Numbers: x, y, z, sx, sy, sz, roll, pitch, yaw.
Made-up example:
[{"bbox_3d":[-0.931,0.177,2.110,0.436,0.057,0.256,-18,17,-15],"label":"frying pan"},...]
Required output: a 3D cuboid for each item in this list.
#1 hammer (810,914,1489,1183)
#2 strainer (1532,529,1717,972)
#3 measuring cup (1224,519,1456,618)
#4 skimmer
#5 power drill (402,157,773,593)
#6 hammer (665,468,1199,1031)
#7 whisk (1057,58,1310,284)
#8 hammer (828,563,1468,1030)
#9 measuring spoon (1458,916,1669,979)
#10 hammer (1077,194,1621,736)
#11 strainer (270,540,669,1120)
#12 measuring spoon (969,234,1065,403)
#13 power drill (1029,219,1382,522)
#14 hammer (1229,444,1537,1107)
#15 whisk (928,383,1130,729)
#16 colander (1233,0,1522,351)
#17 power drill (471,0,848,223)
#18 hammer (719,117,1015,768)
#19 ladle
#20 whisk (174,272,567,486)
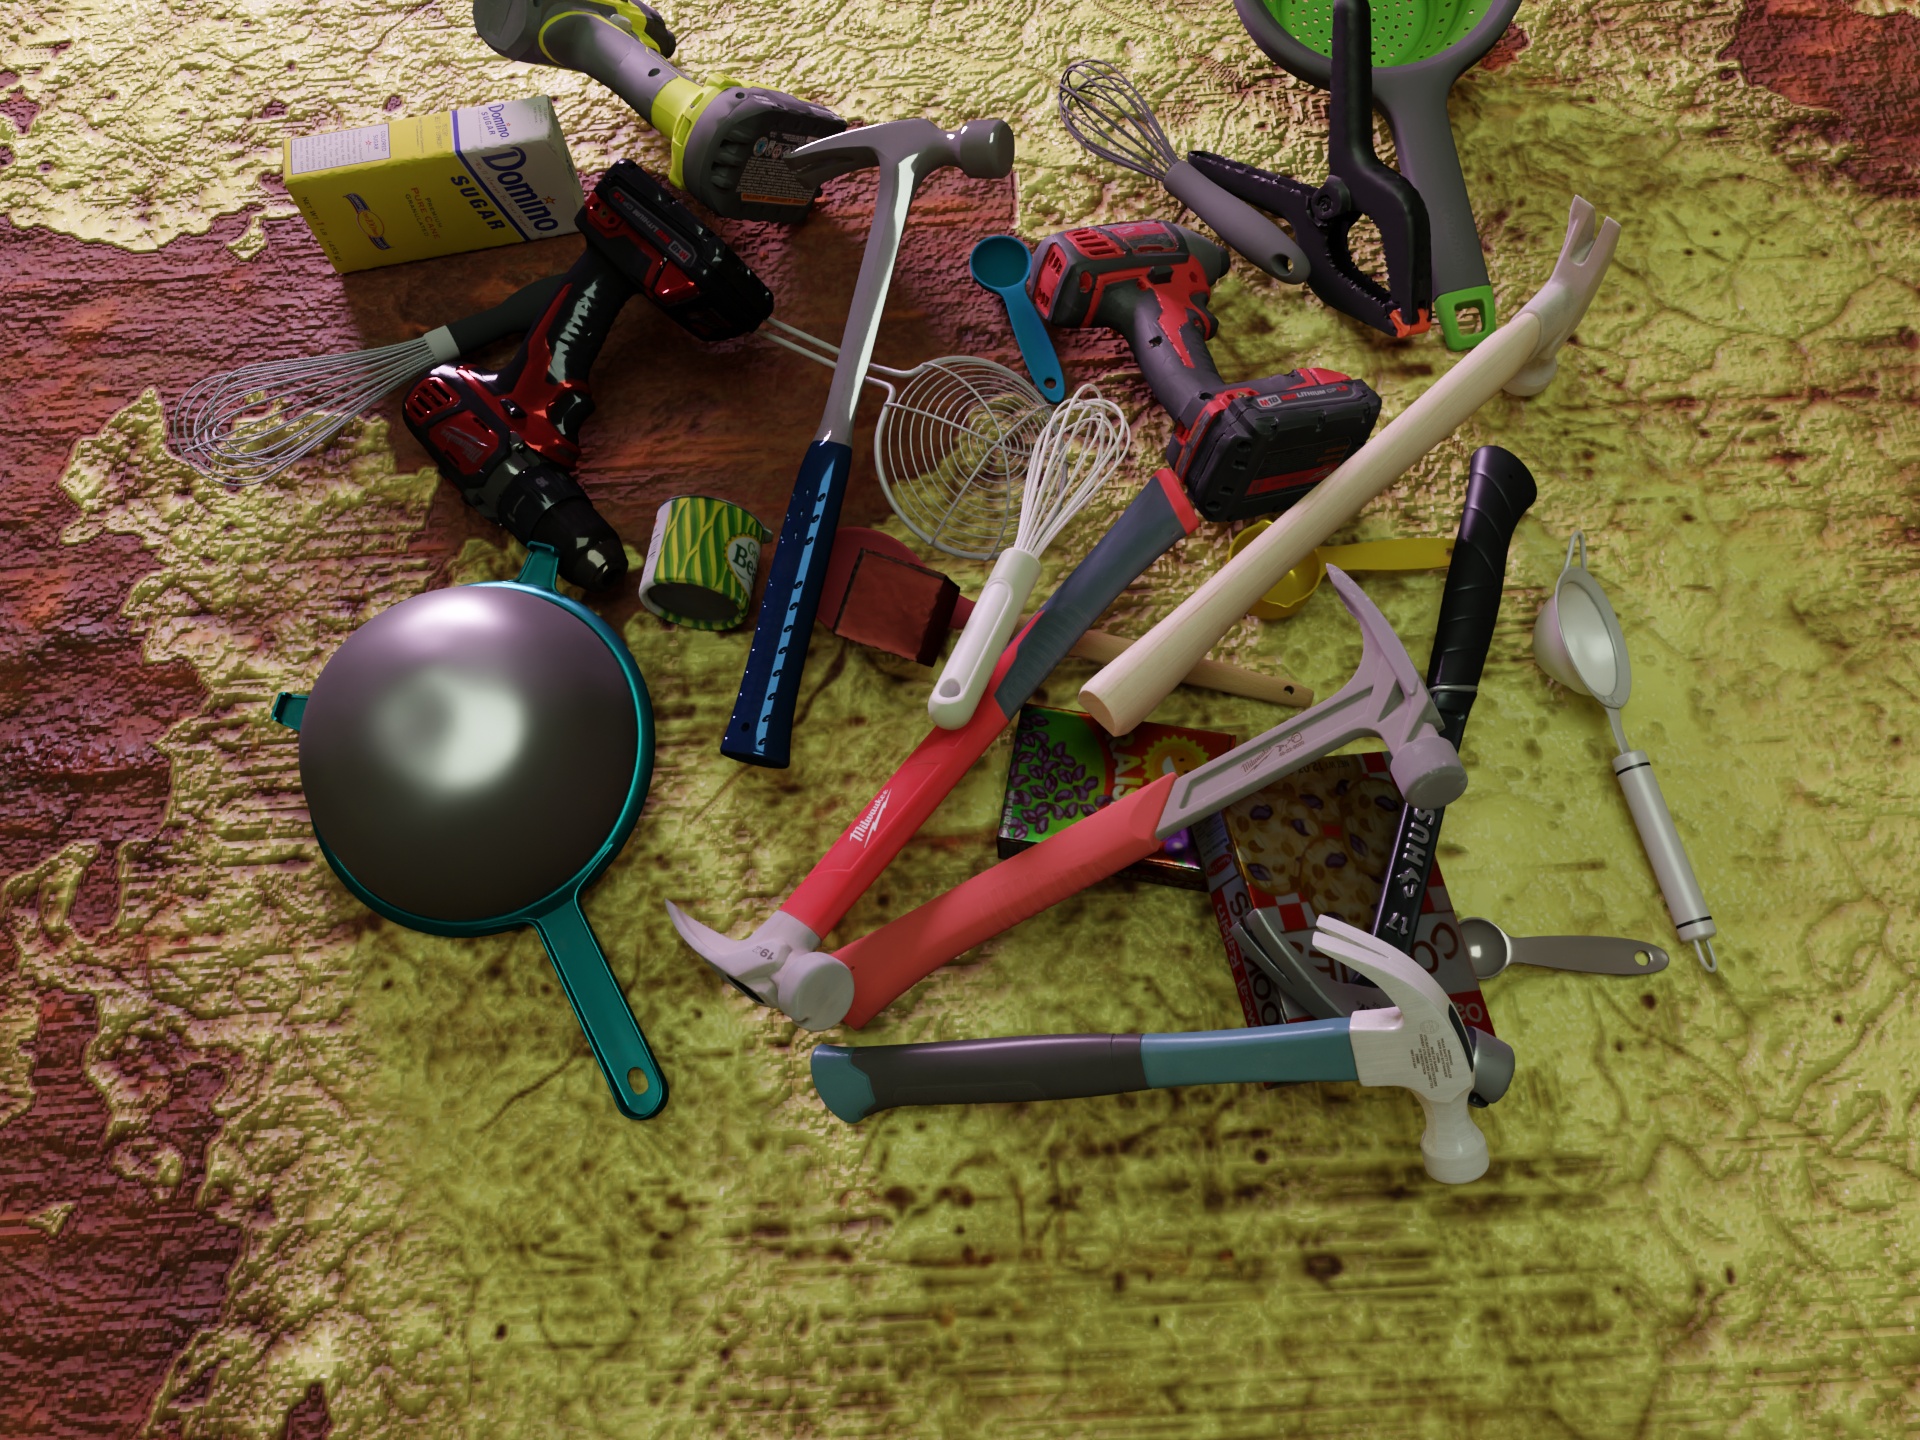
[{"bbox_3d":[0.080,0.170,0.785,0.331,0.033,0.128,-8,104,21],"label":"hammer"},{"bbox_3d":[0.373,0.017,0.898,0.086,0.050,0.259,5,63,-44],"label":"strainer"},{"bbox_3d":[0.235,-0.092,0.965,0.156,0.029,0.062,-5,64,-10],"label":"measuring cup"},{"bbox_3d":[-0.094,-0.222,1.031,0.363,0.090,0.127,30,69,25],"label":"skimmer"},{"bbox_3d":[-0.219,-0.206,0.980,0.226,0.080,0.188,-47,71,4],"label":"power drill"},{"bbox_3d":[-0.001,-0.003,0.892,0.143,0.038,0.386,18,61,49],"label":"hammer"},{"bbox_3d":[0.148,-0.369,1.070,0.055,0.055,0.239,-39,69,-14],"label":"whisk"},{"bbox_3d":[0.071,0.057,0.826,0.359,0.036,0.149,-29,45,14],"label":"hammer"},{"bbox_3d":[0.323,0.128,0.867,0.124,0.018,0.034,4,69,-3],"label":"measuring spoon"},{"bbox_3d":[0.222,-0.137,0.901,0.410,0.146,0.038,-41,70,-17],"label":"hammer"},{"bbox_3d":[-0.253,0.062,0.861,0.211,0.095,0.341,-31,72,0],"label":"strainer"},{"bbox_3d":[0.041,-0.262,1.053,0.042,0.021,0.129,-19,76,-7],"label":"measuring spoon"},{"bbox_3d":[0.152,-0.231,0.989,0.143,0.078,0.220,-15,57,-29],"label":"power drill"},{"bbox_3d":[0.261,-0.002,0.874,0.149,0.036,0.409,27,58,-5],"label":"hammer"},{"bbox_3d":[0.037,-0.095,0.896,0.058,0.059,0.246,10,58,26],"label":"whisk"},{"bbox_3d":[0.294,-0.431,1.086,0.204,0.094,0.397,-11,84,1],"label":"colander"},{"bbox_3d":[-0.193,-0.428,1.073,0.223,0.080,0.171,39,28,15],"label":"power drill"},{"bbox_3d":[-0.078,-0.172,0.938,0.144,0.035,0.406,8,77,24],"label":"hammer"},{"bbox_3d":[0.055,-0.052,0.950,0.315,0.031,0.069,15,79,7],"label":"ladle"},{"bbox_3d":[-0.367,-0.230,1.036,0.284,0.070,0.070,-27,68,-15],"label":"whisk"}]
